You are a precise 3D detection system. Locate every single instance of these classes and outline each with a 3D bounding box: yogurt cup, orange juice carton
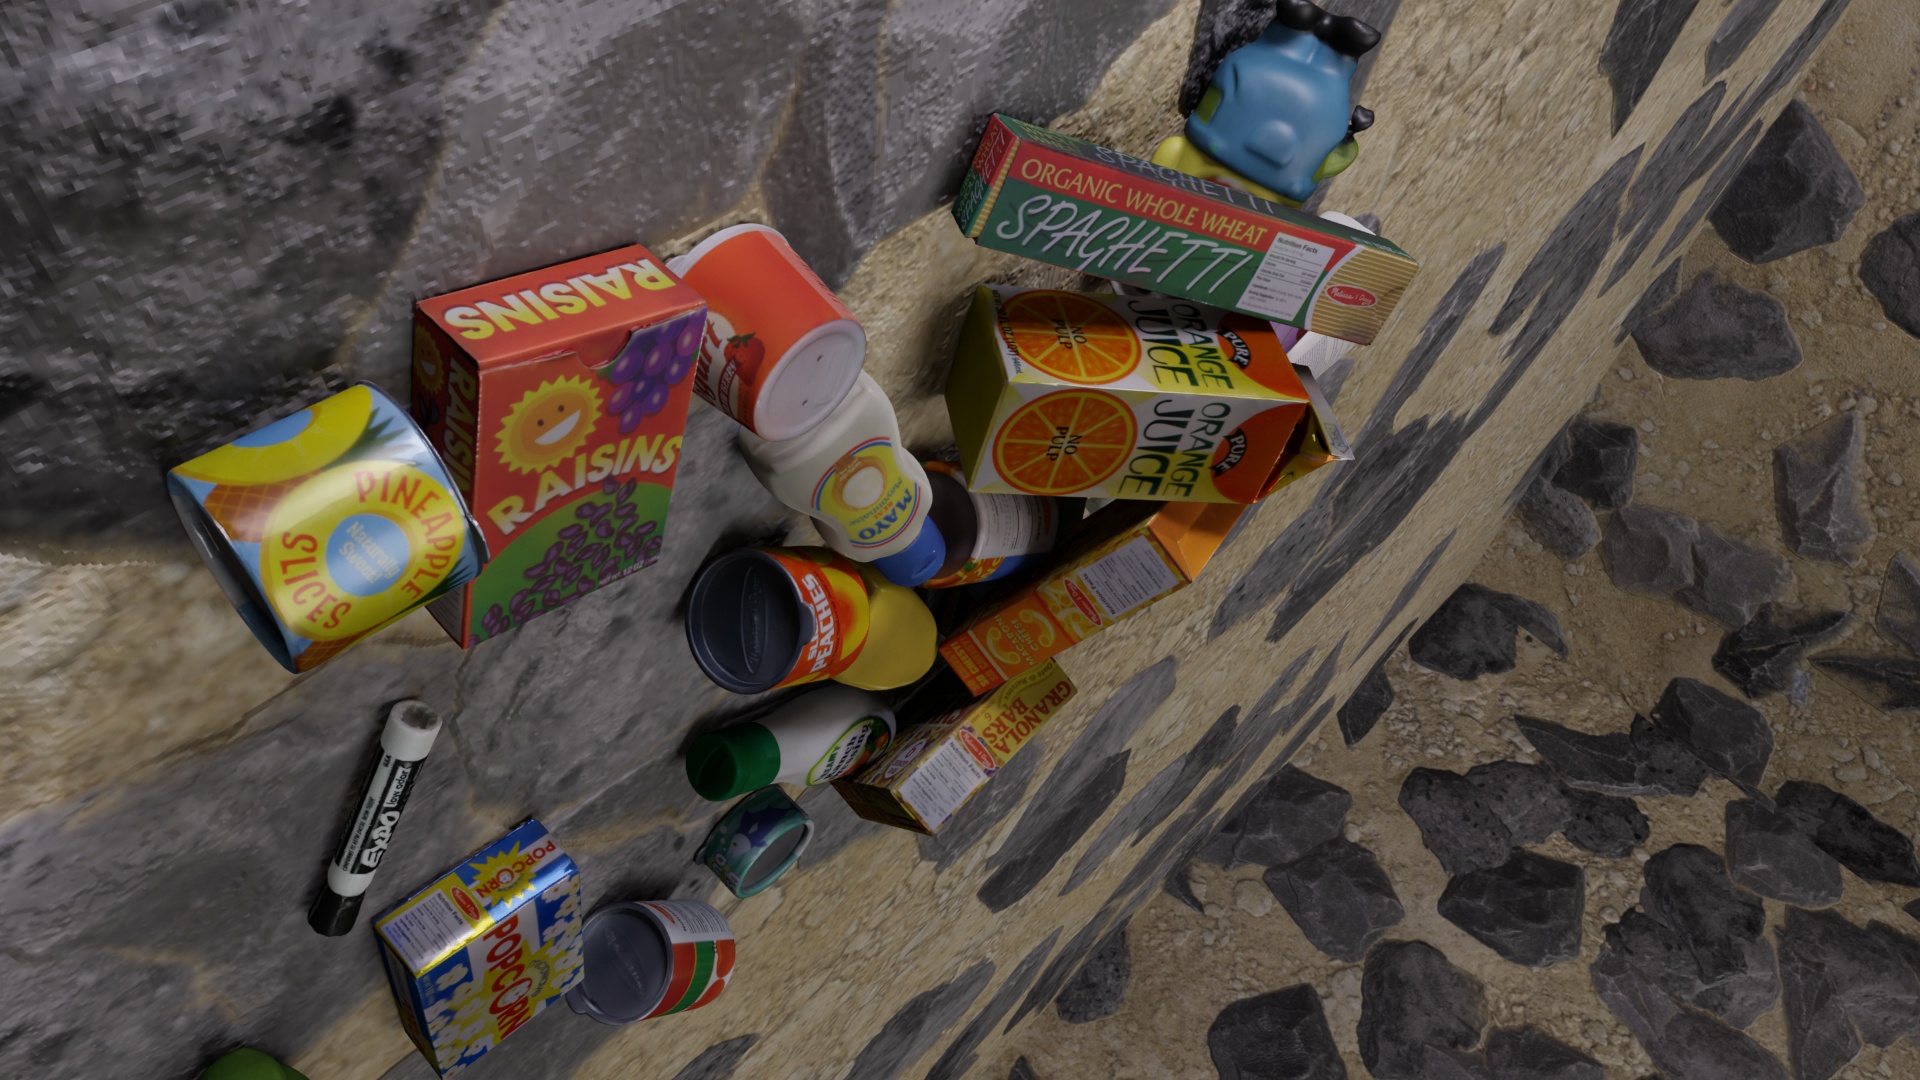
[{"bbox_3d":[-0.071,-0.073,0.505,0.072,0.054,0.072,-41,158,-21],"label":"yogurt cup"},{"bbox_3d":[0.097,-0.069,0.678,0.193,0.072,0.072,2,137,-17],"label":"orange juice carton"}]

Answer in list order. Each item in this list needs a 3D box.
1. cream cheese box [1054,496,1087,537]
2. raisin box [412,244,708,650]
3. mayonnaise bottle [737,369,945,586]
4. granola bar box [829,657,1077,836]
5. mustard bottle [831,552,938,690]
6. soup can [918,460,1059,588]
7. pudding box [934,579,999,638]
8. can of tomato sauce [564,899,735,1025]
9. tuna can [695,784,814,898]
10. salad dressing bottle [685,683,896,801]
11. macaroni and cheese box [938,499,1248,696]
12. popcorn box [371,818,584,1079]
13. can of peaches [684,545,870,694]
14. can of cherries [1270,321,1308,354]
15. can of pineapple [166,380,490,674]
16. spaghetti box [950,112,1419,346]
[{"bbox_3d":[0.048,-0.050,0.771,0.024,0.053,0.103,-37,156,-25],"label":"cream cheese box"},{"bbox_3d":[-0.138,-0.031,0.468,0.086,0.040,0.122,-27,149,-42],"label":"raisin box"},{"bbox_3d":[-0.044,-0.023,0.631,0.065,0.041,0.147,-42,150,-4],"label":"mayonnaise bottle"},{"bbox_3d":[-0.010,0.122,0.866,0.124,0.039,0.165,-42,-174,-19],"label":"granola bar box"},{"bbox_3d":[-0.045,0.052,0.768,0.065,0.049,0.160,-50,159,-3],"label":"mustard bottle"},{"bbox_3d":[0.003,-0.009,0.739,0.084,0.071,0.071,-5,132,-59],"label":"soup can"},{"bbox_3d":[0.024,0.031,0.891,0.084,0.030,0.049,-31,153,-38],"label":"pudding box"},{"bbox_3d":[-0.178,0.244,0.806,0.071,0.071,0.083,-49,159,1],"label":"can of tomato sauce"},{"bbox_3d":[-0.126,0.188,0.858,0.071,0.033,0.070,-41,157,-21],"label":"tuna can"},{"bbox_3d":[-0.094,0.115,0.785,0.064,0.044,0.148,-56,157,20],"label":"salad dressing bottle"},{"bbox_3d":[0.078,0.013,0.779,0.166,0.040,0.124,-33,-173,40],"label":"macaroni and cheese box"},{"bbox_3d":[-0.229,0.200,0.674,0.085,0.038,0.126,-34,154,-35],"label":"popcorn box"},{"bbox_3d":[-0.081,0.036,0.642,0.071,0.071,0.058,-56,158,16],"label":"can of peaches"},{"bbox_3d":[0.175,-0.137,0.856,0.058,0.071,0.071,-46,158,-9],"label":"can of cherries"},{"bbox_3d":[-0.178,-0.003,0.394,0.058,0.071,0.070,-35,154,-32],"label":"can of pineapple"},{"bbox_3d":[0.110,-0.138,0.637,0.250,0.029,0.050,7,124,-33],"label":"spaghetti box"}]
